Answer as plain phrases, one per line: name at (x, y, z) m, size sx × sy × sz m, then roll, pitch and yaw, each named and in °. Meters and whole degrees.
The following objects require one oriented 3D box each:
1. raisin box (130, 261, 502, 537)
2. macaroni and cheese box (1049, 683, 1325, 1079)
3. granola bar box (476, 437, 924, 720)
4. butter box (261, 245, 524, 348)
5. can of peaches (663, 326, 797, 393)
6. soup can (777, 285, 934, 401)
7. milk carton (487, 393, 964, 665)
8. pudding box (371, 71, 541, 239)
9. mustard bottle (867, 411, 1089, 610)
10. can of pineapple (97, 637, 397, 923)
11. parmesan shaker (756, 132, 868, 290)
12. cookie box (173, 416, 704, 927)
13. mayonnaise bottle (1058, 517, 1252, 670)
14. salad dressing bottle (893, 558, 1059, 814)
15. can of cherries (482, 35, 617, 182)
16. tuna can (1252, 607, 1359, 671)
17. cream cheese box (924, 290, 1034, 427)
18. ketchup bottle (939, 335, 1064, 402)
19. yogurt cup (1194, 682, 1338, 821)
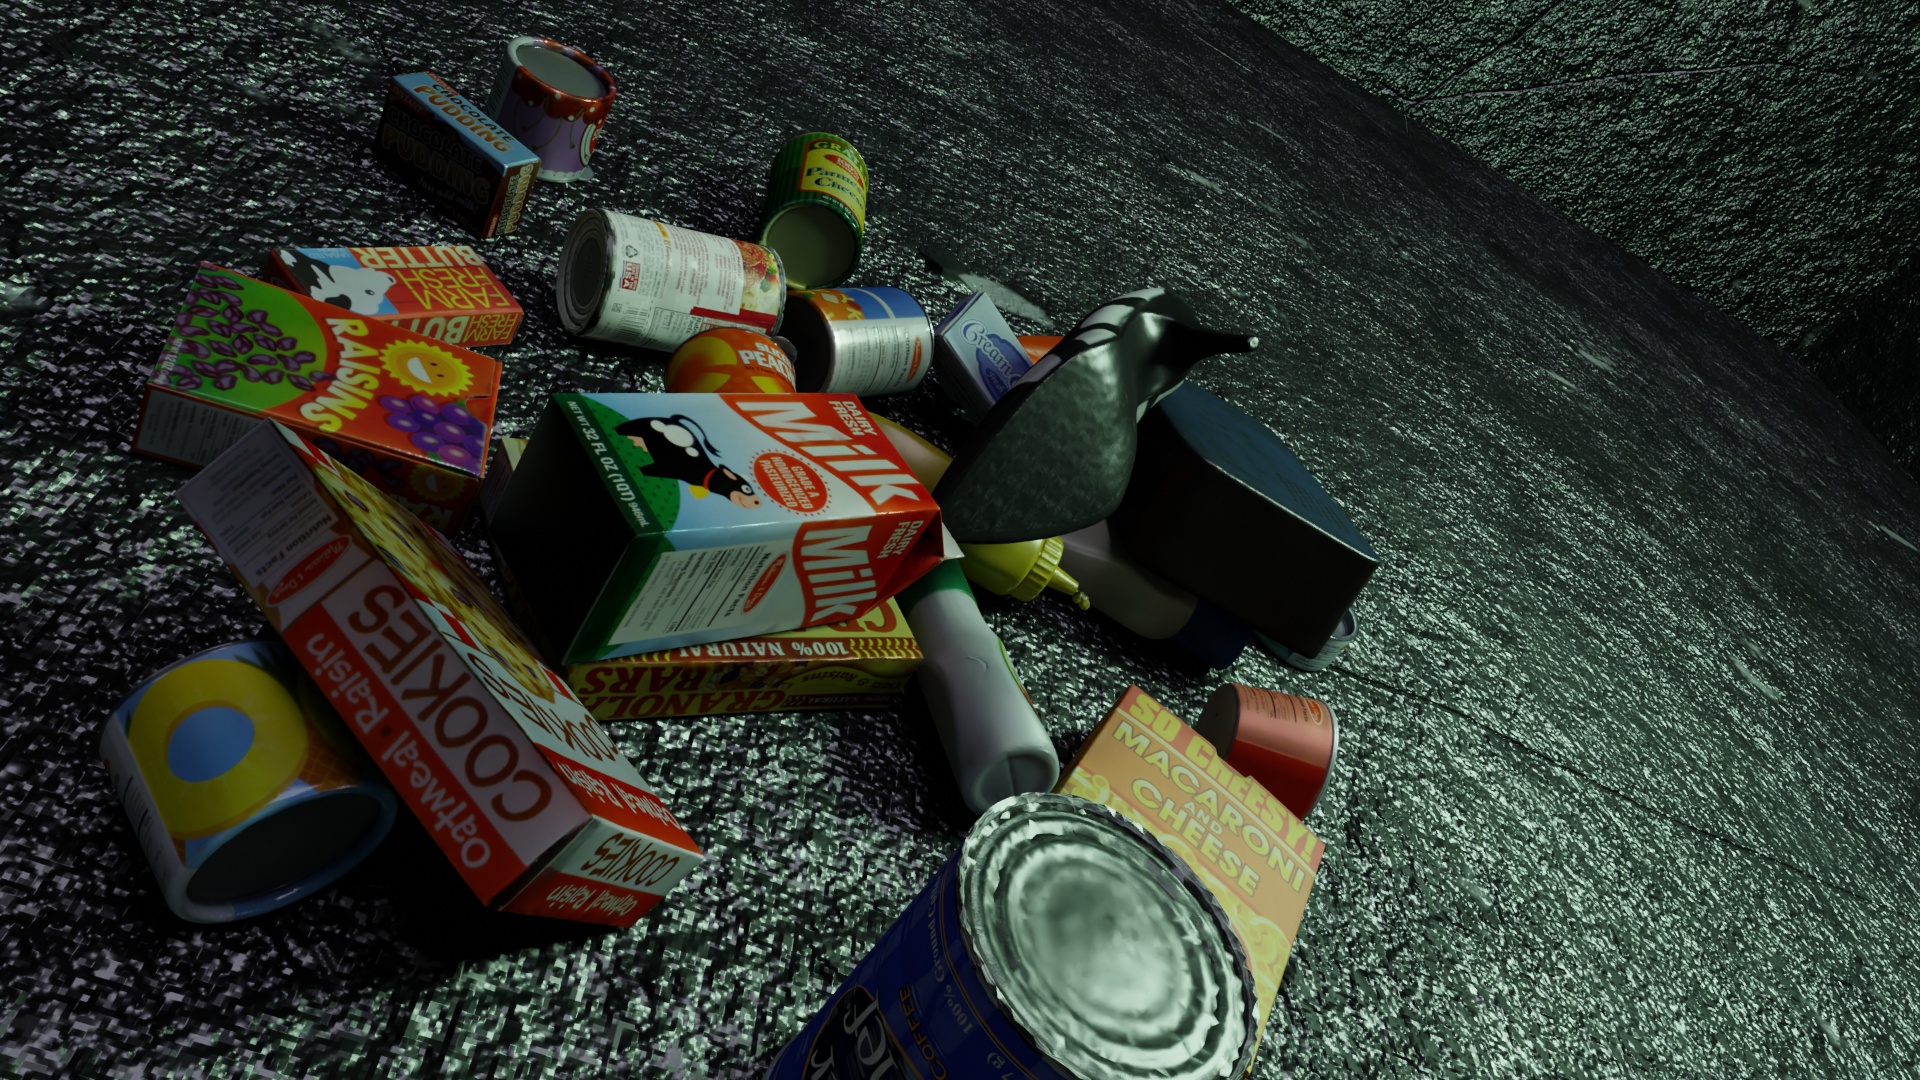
raisin box at (-0.258, -0.058, 0.569) m, size 0.123 × 0.040 × 0.086 m, roll 18°, pitch 35°, yaw -26°
macaroni and cheese box at (0.090, 0.149, 0.618) m, size 0.124 × 0.040 × 0.167 m, roll 40°, pitch 32°, yaw 6°
granola bar box at (-0.112, 0.017, 0.605) m, size 0.166 × 0.039 × 0.124 m, roll 3°, pitch 45°, yaw -41°
butter box at (-0.263, -0.113, 0.651) m, size 0.053 × 0.024 × 0.104 m, roll 47°, pitch 34°, yaw 20°
can of peaches at (-0.111, -0.063, 0.684) m, size 0.071 × 0.071 × 0.058 m, roll 18°, pitch 37°, yaw -26°
soup can at (-0.069, -0.112, 0.792) m, size 0.071 × 0.071 × 0.084 m, roll 49°, pitch 35°, yaw 21°
milk carton at (-0.080, -0.011, 0.563) m, size 0.191 × 0.073 × 0.072 m, roll -6°, pitch 51°, yaw -47°
pudding box at (-0.270, -0.207, 0.744) m, size 0.084 × 0.049 × 0.030 m, roll 39°, pitch 33°, yaw 6°
mustard bottle at (0.003, -0.009, 0.725) m, size 0.160 × 0.049 × 0.065 m, roll 31°, pitch -10°, yaw -13°
can of pineapple at (-0.211, 0.071, 0.417) m, size 0.071 × 0.070 × 0.058 m, roll -11°, pitch 55°, yaw -49°
parmesan shaker at (-0.092, -0.211, 0.901) m, size 0.071 × 0.071 × 0.103 m, roll 23°, pitch 34°, yaw -19°
cookie box at (-0.163, 0.050, 0.452) m, size 0.168 × 0.040 × 0.122 m, roll 46°, pitch -9°, yaw 16°
mayonnaise bottle at (0.095, 0.022, 0.790) m, size 0.148 × 0.041 × 0.065 m, roll 32°, pitch 28°, yaw -7°
salad dressing bottle at (0.001, 0.059, 0.642) m, size 0.044 × 0.064 × 0.148 m, roll -18°, pitch 41°, yaw -7°
can of cherries at (-0.243, -0.255, 0.825) m, size 0.071 × 0.058 × 0.072 m, roll 24°, pitch 34°, yaw -17°
tuna can at (0.213, 0.046, 0.874) m, size 0.071 × 0.032 × 0.071 m, roll 24°, pitch 33°, yaw -17°
cream cheese box at (0.023, -0.094, 0.840) m, size 0.103 × 0.024 × 0.054 m, roll 54°, pitch 48°, yaw -18°
ketchup bottle at (0.051, -0.110, 0.919) m, size 0.149 × 0.043 × 0.065 m, roll -5°, pitch 44°, yaw -46°
yogurt cup at (0.153, 0.107, 0.713) m, size 0.054 × 0.072 × 0.073 m, roll 19°, pitch 34°, yaw -9°
